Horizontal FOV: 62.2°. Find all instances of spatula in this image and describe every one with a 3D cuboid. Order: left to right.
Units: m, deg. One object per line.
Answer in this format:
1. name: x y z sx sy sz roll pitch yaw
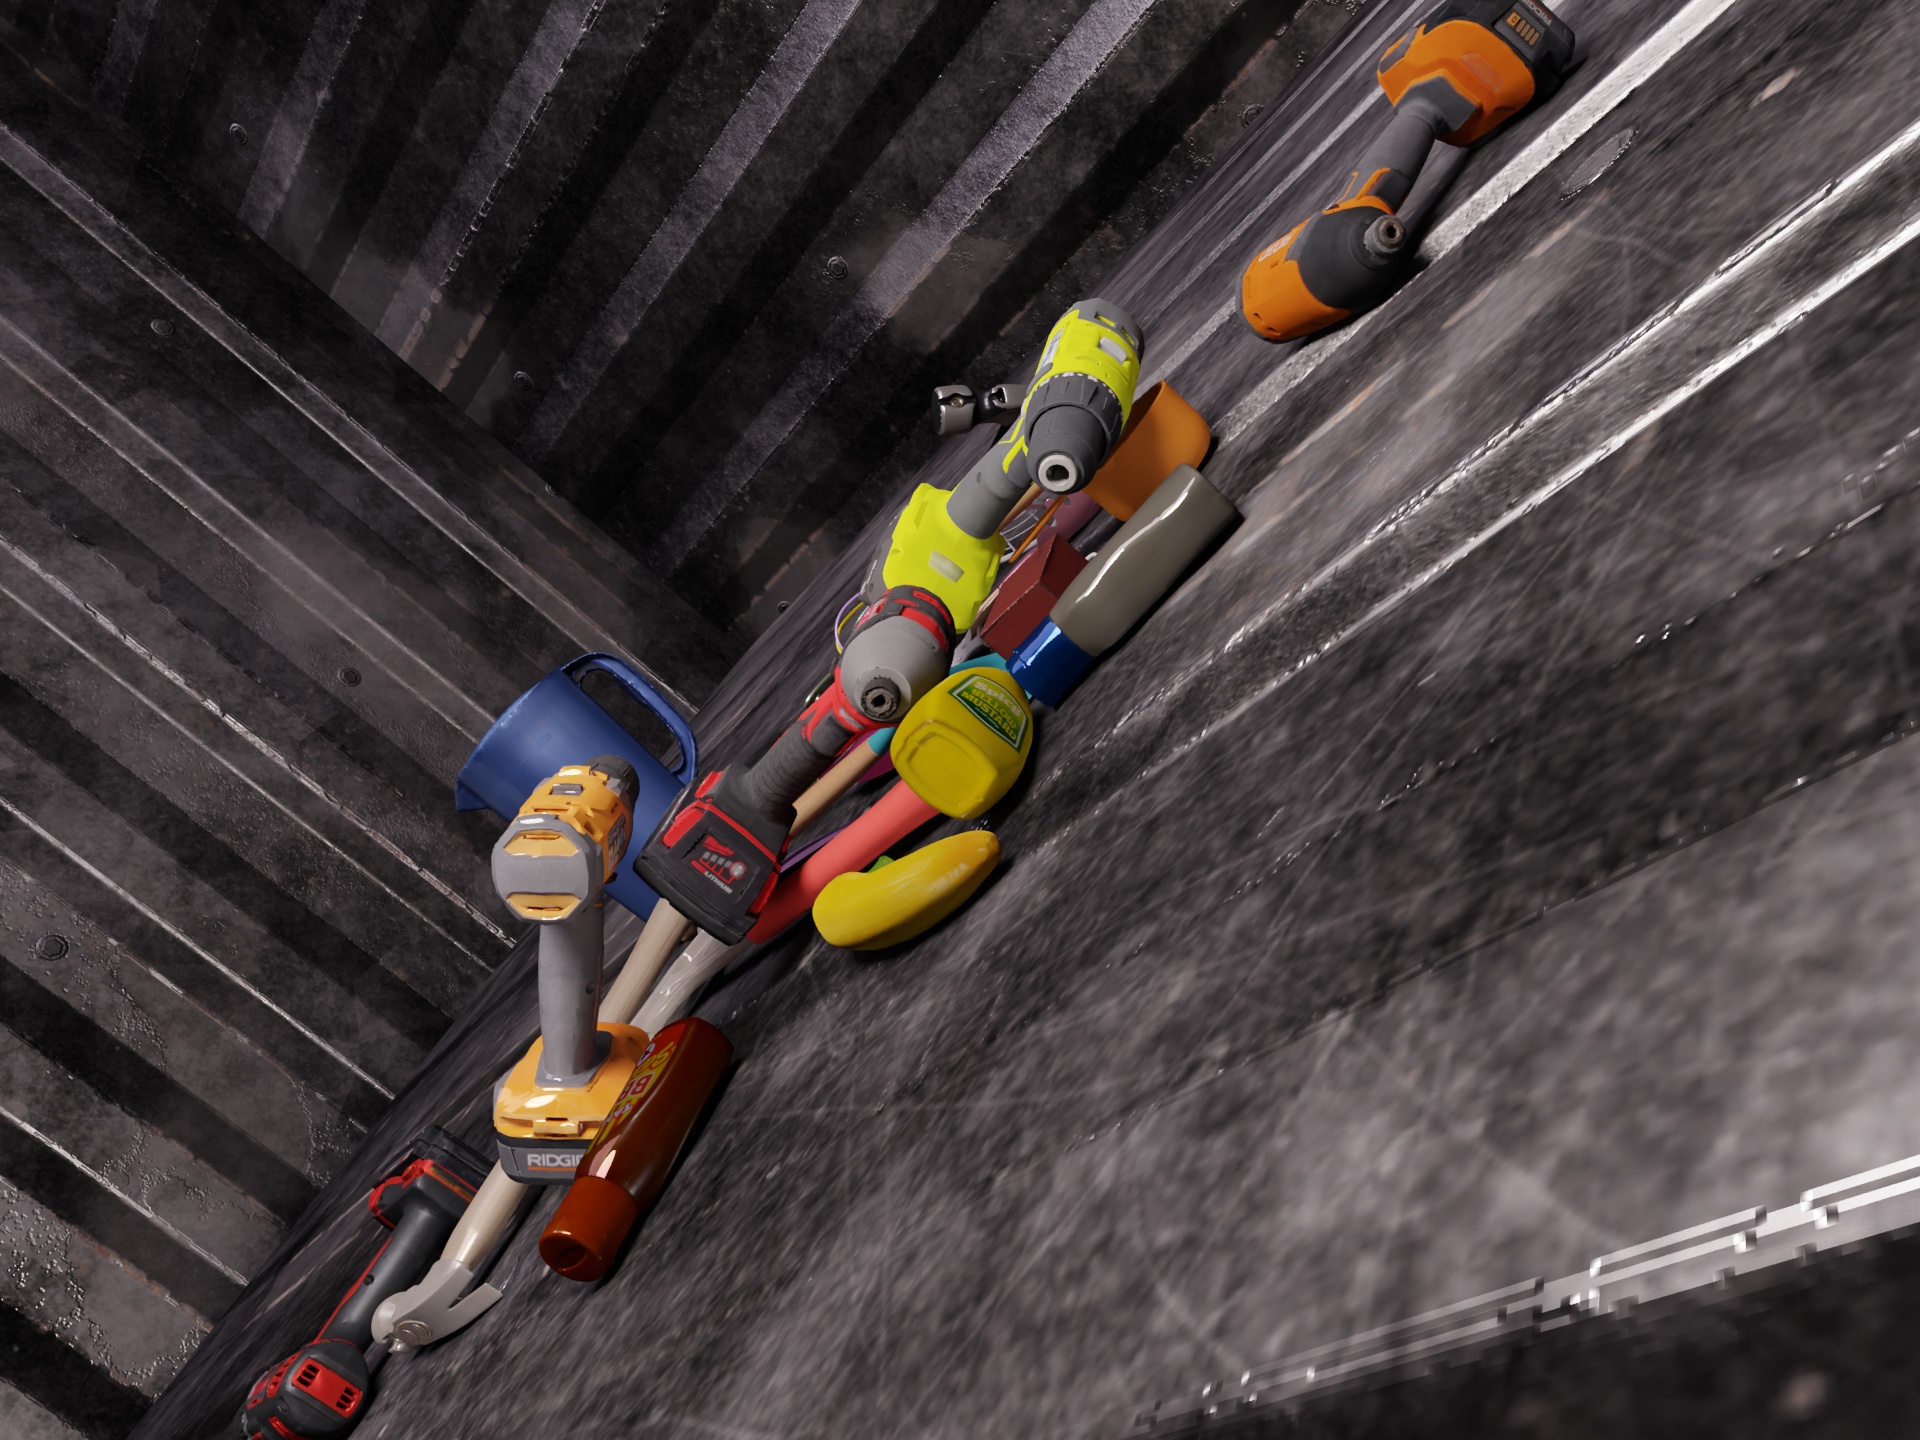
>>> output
1. spatula: -0.156 0.127 1.201 0.060 0.018 0.316 -33 -1 -35
2. spatula: -0.063 0.039 1.046 0.317 0.044 0.082 -41 13 34

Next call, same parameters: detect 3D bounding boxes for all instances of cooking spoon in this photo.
1. cooking spoon: -0.118 0.052 1.225 0.319 0.017 0.069 -26 32 46

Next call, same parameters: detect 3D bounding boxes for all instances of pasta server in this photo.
1. pasta server: 0.010 -0.085 1.237 0.316 0.040 0.060 -48 -5 11

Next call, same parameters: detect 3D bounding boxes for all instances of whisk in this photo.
1. whisk: 0.000 -0.123 1.194 0.245 0.051 0.047 -44 32 -20

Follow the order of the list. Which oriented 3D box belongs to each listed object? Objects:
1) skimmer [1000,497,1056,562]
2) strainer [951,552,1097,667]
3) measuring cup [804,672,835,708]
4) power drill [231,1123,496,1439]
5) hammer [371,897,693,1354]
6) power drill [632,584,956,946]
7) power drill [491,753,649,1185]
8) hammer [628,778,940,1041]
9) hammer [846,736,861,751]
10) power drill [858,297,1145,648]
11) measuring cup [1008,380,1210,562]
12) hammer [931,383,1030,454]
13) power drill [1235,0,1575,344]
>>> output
1. skimmer: -0.047 -0.033 1.288 0.363 0.090 0.127 -60 -14 -1
2. strainer: 0.015 -0.061 1.127 0.258 0.050 0.087 -33 35 48
3. measuring cup: -0.069 -0.052 1.347 0.168 0.038 0.083 -46 -21 -37
4. power drill: -0.433 0.422 1.147 0.188 0.080 0.227 -39 17 44
5. hammer: -0.269 0.249 1.133 0.146 0.038 0.411 -38 18 42
6. power drill: -0.089 0.021 0.931 0.219 0.078 0.143 -47 10 18
7. power drill: -0.226 0.137 0.956 0.185 0.084 0.226 -93 4 -75
8. hammer: -0.105 0.114 0.995 0.359 0.036 0.149 -40 14 43
9. hammer: -0.148 0.023 1.516 0.331 0.033 0.128 -35 18 54
10. power drill: 0.029 -0.149 1.027 0.228 0.080 0.191 -47 15 36
11. measuring cup: 0.099 -0.147 1.062 0.173 0.052 0.095 -46 11 38
12. hammer: 0.016 -0.185 1.369 0.149 0.036 0.409 -7 -15 -14
13. power drill: 0.270 -0.339 0.966 0.226 0.084 0.164 -54 11 -5
